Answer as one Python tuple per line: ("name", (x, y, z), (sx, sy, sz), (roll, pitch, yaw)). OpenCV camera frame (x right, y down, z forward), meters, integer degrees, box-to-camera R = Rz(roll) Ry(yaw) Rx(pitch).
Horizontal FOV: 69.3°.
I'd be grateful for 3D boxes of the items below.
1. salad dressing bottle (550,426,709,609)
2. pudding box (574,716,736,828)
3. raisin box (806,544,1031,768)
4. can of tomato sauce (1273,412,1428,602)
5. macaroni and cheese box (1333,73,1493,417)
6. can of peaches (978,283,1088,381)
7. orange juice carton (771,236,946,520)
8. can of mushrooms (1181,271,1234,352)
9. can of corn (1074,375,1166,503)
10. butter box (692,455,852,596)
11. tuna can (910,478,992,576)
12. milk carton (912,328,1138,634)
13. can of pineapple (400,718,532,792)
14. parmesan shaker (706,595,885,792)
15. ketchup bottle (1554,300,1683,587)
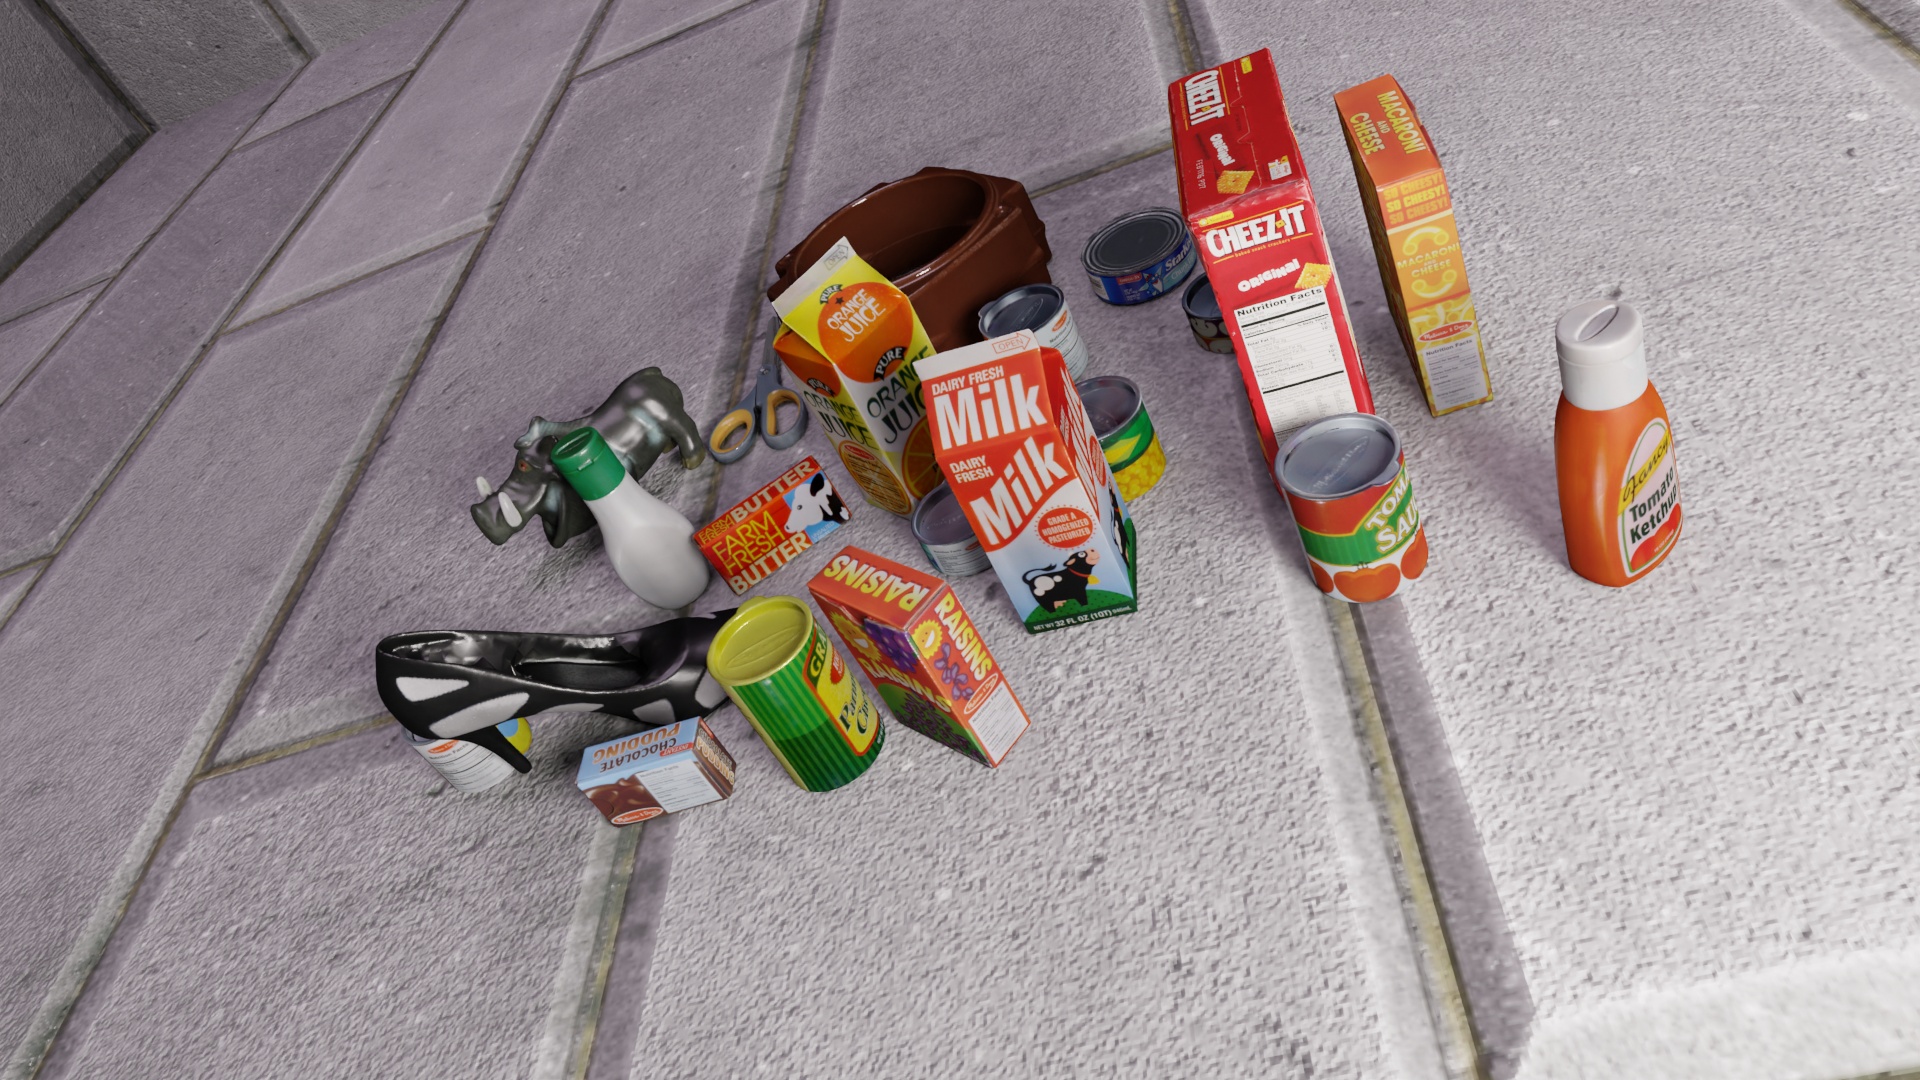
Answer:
("salad dressing bottle", (-0.232, -0.015, 0.980), (0.064, 0.147, 0.044), (-33, 38, -5))
("pudding box", (-0.186, 0.142, 0.851), (0.083, 0.049, 0.030), (-17, 39, 15))
("raisin box", (-0.023, 0.065, 0.777), (0.086, 0.123, 0.040), (20, 59, 45))
("can of tomato sauce", (0.215, -0.016, 0.754), (0.071, 0.082, 0.071), (-17, 39, 15))
("macaroni and cheese box", (0.272, -0.177, 0.833), (0.040, 0.165, 0.124), (-17, 39, 15))
("can of peaches", (0.053, -0.147, 1.025), (0.071, 0.057, 0.071), (-17, 39, 15))
("orange juice carton", (-0.059, -0.106, 0.939), (0.073, 0.192, 0.072), (22, 60, 45))
("can of mushrooms", (0.194, -0.164, 0.977), (0.071, 0.033, 0.071), (-17, 39, 15))
("can of corn", (0.093, -0.063, 0.904), (0.071, 0.058, 0.071), (-17, 39, 15))
("butter box", (-0.133, -0.010, 0.990), (0.103, 0.053, 0.024), (-35, 38, -8))
("tuna can", (0.003, -0.012, 0.922), (0.071, 0.032, 0.071), (-17, 39, 15))
("milk carton", (0.041, -0.039, 0.801), (0.072, 0.189, 0.074), (-14, 40, 18))
("can of pineapple", (-0.338, 0.129, 0.955), (0.071, 0.057, 0.071), (-17, 39, 15))
("parmesan shaker", (-0.094, 0.089, 0.811), (0.071, 0.102, 0.072), (-17, 39, 15))
("ketchup bottle", (0.315, -0.047, 0.673), (0.065, 0.148, 0.043), (-42, 39, -16))
